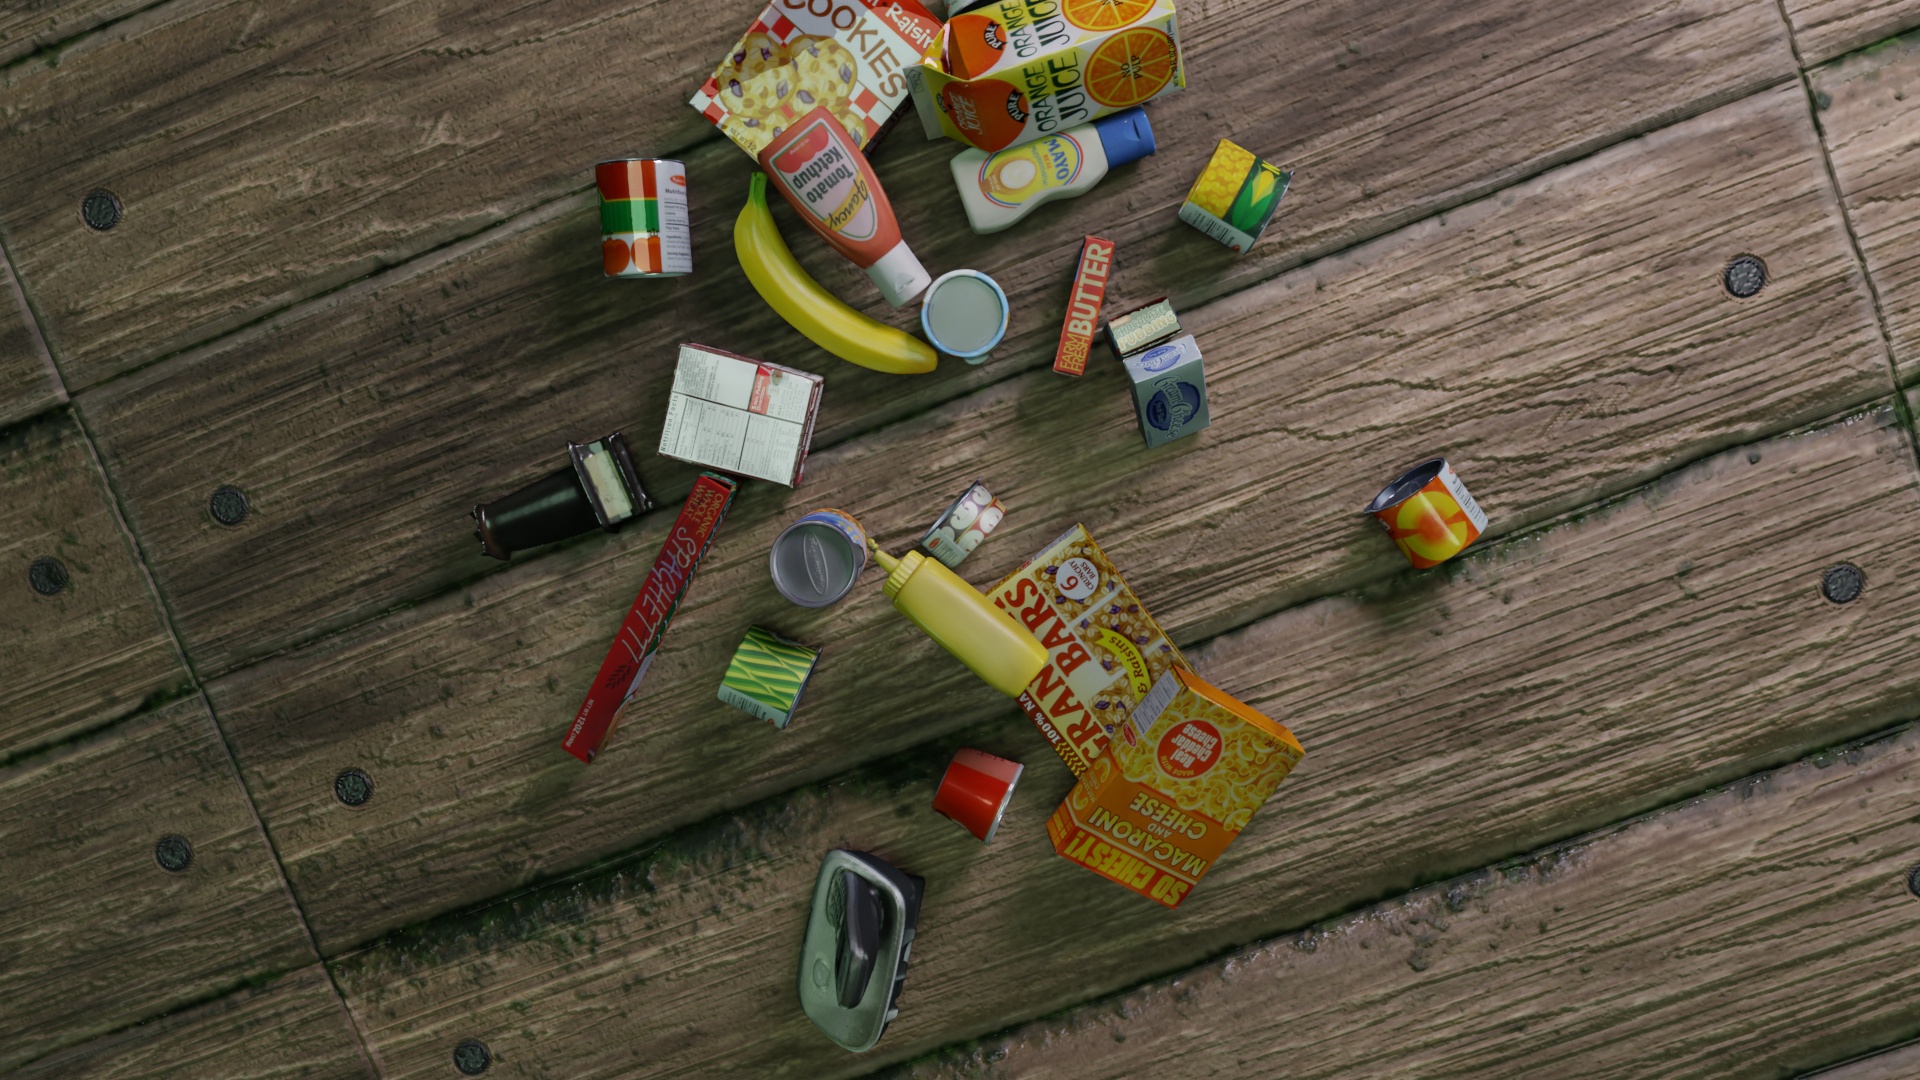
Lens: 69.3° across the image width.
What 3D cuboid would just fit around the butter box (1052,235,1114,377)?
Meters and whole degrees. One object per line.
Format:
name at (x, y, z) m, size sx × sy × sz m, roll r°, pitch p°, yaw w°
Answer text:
butter box at (0.093, -0.175, 1.043) m, size 0.024 × 0.053 × 0.103 m, roll 14°, pitch 98°, yaw 3°

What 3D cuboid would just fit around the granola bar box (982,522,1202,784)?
granola bar box at (0.094, 0.088, 1.083) m, size 0.124 × 0.039 × 0.165 m, roll -37°, pitch 94°, yaw 7°

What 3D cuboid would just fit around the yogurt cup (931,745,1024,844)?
yogurt cup at (0.012, 0.196, 1.089) m, size 0.054 × 0.072 × 0.072 m, roll 25°, pitch 98°, yaw 7°

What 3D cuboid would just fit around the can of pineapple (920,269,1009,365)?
can of pineapple at (0.005, -0.168, 1.046) m, size 0.071 × 0.058 × 0.071 m, roll 0°, pitch 97°, yaw 2°

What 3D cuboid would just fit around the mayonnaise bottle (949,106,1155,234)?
mayonnaise bottle at (0.070, -0.281, 1.037) m, size 0.148 × 0.041 × 0.064 m, roll -20°, pitch 93°, yaw 5°

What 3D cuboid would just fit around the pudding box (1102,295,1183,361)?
pudding box at (0.134, -0.156, 1.029) m, size 0.049 × 0.084 × 0.030 m, roll -24°, pitch 93°, yaw 6°

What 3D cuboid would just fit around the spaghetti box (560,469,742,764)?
spaghetti box at (-0.241, 0.057, 1.089) m, size 0.029 × 0.050 × 0.249 m, roll 28°, pitch 97°, yaw -2°

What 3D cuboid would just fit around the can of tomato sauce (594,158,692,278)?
can of tomato sauce at (-0.239, -0.241, 1.044) m, size 0.071 × 0.071 × 0.083 m, roll -3°, pitch 98°, yaw 3°

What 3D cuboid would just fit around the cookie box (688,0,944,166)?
cookie box at (-0.101, -0.348, 1.037) m, size 0.123 × 0.040 × 0.167 m, roll 41°, pitch 97°, yaw -3°

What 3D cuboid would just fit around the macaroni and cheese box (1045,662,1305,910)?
macaroni and cheese box at (0.164, 0.191, 1.067) m, size 0.123 × 0.040 × 0.166 m, roll 30°, pitch 105°, yaw -21°

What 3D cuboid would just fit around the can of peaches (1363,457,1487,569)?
can of peaches at (0.350, -0.019, 1.045) m, size 0.071 × 0.071 × 0.058 m, roll -38°, pitch 95°, yaw 7°

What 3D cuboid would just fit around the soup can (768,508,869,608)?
soup can at (-0.103, 0.012, 1.060) m, size 0.071 × 0.084 × 0.071 m, roll 0°, pitch 98°, yaw 3°

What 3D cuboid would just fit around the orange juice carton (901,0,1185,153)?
orange juice carton at (0.058, -0.344, 1.002) m, size 0.193 × 0.071 × 0.073 m, roll -17°, pitch 58°, yaw 5°

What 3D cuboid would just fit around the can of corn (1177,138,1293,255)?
can of corn at (0.202, -0.255, 1.022) m, size 0.058 × 0.071 × 0.071 m, roll 29°, pitch 98°, yaw -1°

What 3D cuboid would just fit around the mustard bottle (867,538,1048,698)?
mustard bottle at (-0.009, 0.052, 1.033) m, size 0.160 × 0.065 × 0.049 m, roll 38°, pitch 95°, yaw 4°

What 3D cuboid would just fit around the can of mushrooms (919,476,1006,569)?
can of mushrooms at (0.004, -0.013, 1.062) m, size 0.033 × 0.071 × 0.071 m, roll 43°, pitch 97°, yaw -3°

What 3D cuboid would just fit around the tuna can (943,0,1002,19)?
tuna can at (0.021, -0.404, 1.013) m, size 0.071 × 0.071 × 0.033 m, roll -18°, pitch 95°, yaw 5°

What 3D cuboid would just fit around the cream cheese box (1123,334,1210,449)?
cream cheese box at (0.154, -0.109, 1.028) m, size 0.053 × 0.103 × 0.024 m, roll -22°, pitch 63°, yaw 4°

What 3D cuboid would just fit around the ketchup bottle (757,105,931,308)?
ketchup bottle at (-0.079, -0.239, 1.014) m, size 0.064 × 0.043 × 0.148 m, roll -37°, pitch 106°, yaw 5°

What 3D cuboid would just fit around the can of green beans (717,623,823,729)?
can of green beans at (-0.149, 0.105, 1.083) m, size 0.058 × 0.071 × 0.071 m, roll 25°, pitch 98°, yaw 0°
